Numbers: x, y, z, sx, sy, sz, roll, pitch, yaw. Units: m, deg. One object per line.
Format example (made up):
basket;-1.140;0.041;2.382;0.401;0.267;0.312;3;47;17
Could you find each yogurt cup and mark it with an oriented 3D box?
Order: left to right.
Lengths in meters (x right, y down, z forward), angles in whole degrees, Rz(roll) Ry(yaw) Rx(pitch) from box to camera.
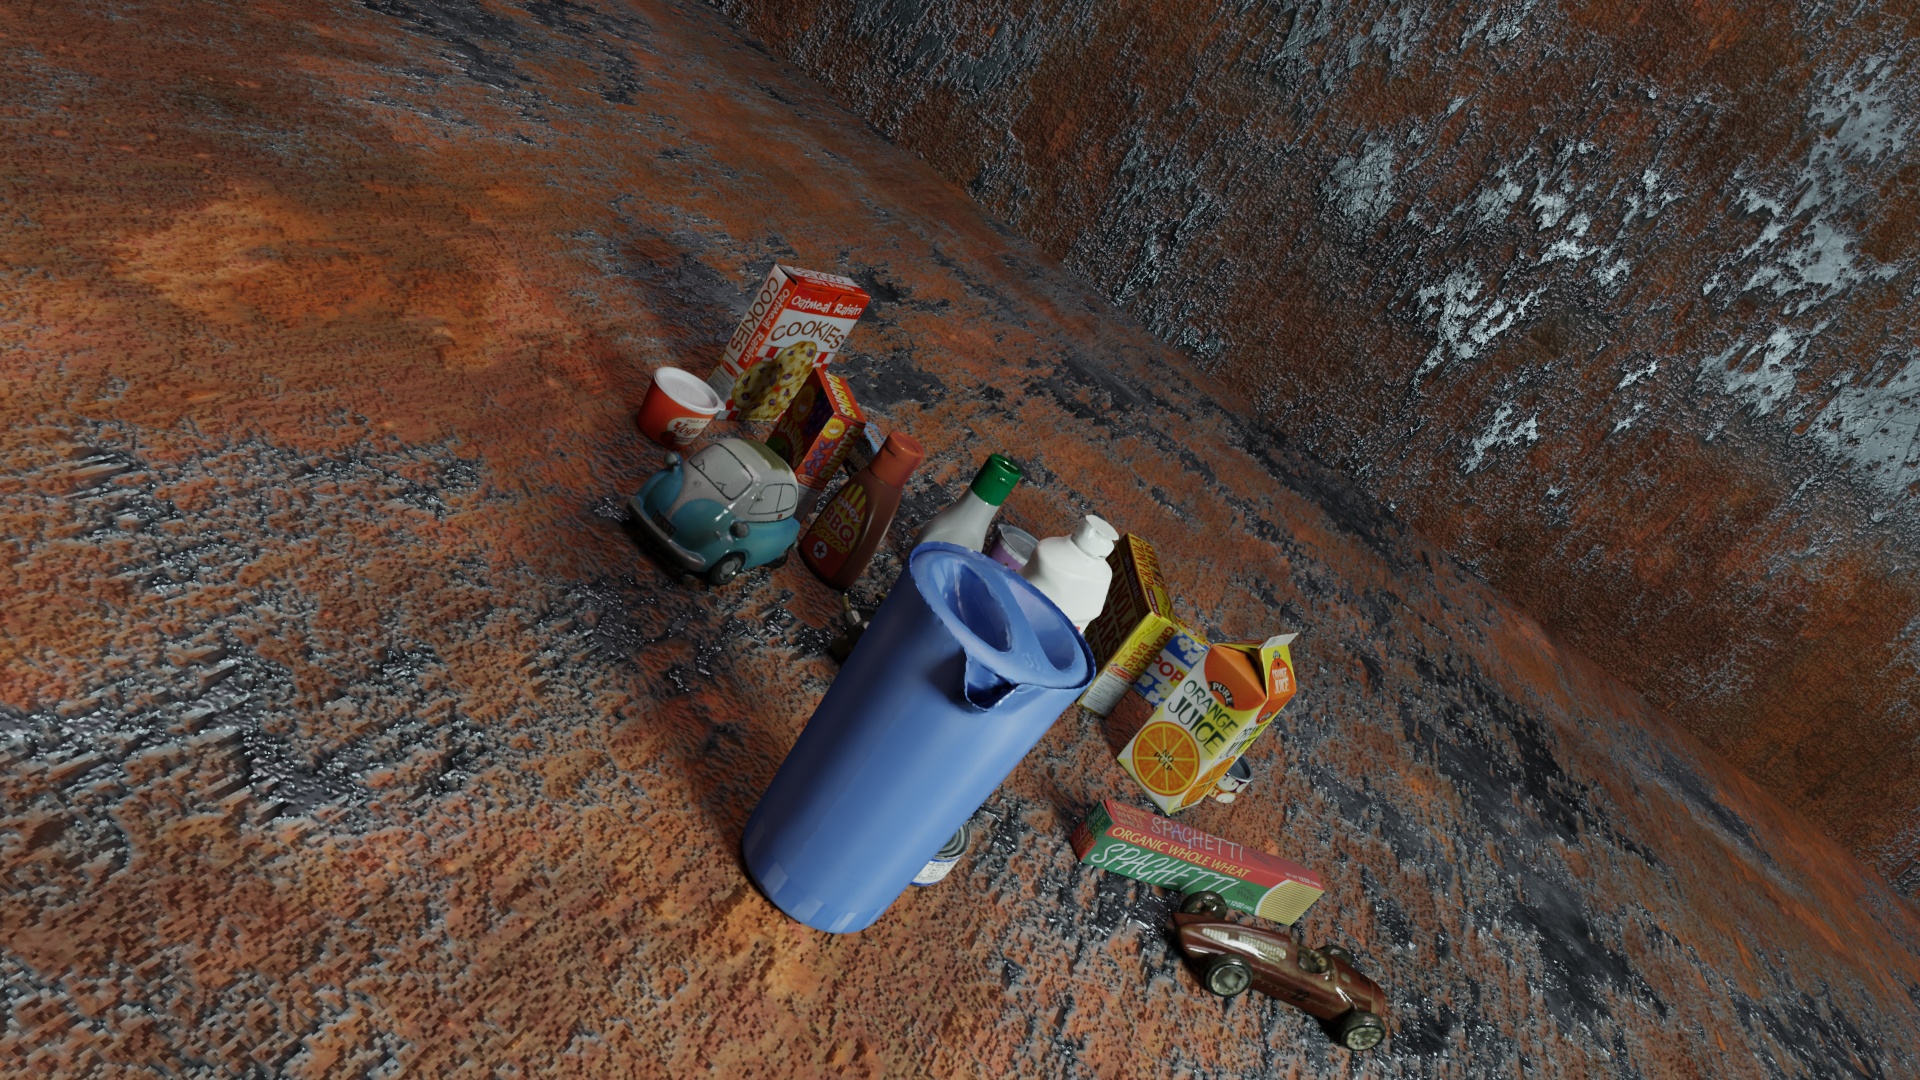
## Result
yogurt cup;-0.265;-0.121;1.293;0.072;0.053;0.073;30;23;-14

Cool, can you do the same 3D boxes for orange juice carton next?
orange juice carton;0.237;0.156;1.275;0.073;0.192;0.072;47;24;26

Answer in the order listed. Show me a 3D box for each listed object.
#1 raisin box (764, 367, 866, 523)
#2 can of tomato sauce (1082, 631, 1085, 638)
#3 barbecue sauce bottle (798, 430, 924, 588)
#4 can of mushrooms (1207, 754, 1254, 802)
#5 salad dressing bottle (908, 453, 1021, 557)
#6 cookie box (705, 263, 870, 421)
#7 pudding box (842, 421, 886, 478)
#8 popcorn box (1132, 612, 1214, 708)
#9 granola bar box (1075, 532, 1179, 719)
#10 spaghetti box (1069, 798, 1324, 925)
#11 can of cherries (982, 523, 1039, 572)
raisin box;-0.144;-0.089;1.312;0.040;0.123;0.086;21;26;-33
can of tomato sauce;0.065;0.108;1.270;0.071;0.082;0.071;30;22;-14
barbecue sauce bottle;-0.085;-0.030;1.243;0.044;0.148;0.065;4;38;-53
can of mushrooms;0.252;0.224;1.370;0.071;0.033;0.071;30;23;-14
salad dressing bottle;0.005;-0.017;1.348;0.064;0.147;0.044;27;23;-21
cookie box;-0.179;-0.197;1.419;0.040;0.166;0.123;45;23;22
pudding box;-0.096;-0.084;1.469;0.030;0.049;0.084;20;27;-35
popcorn box;0.241;0.146;1.443;0.127;0.085;0.038;38;22;7
granola bar box;0.156;0.082;1.398;0.039;0.123;0.166;29;23;-16
spaghetti box;0.204;0.275;1.177;0.250;0.050;0.029;23;25;-28
can of cherries;0.052;0.025;1.450;0.071;0.058;0.072;30;23;-14
